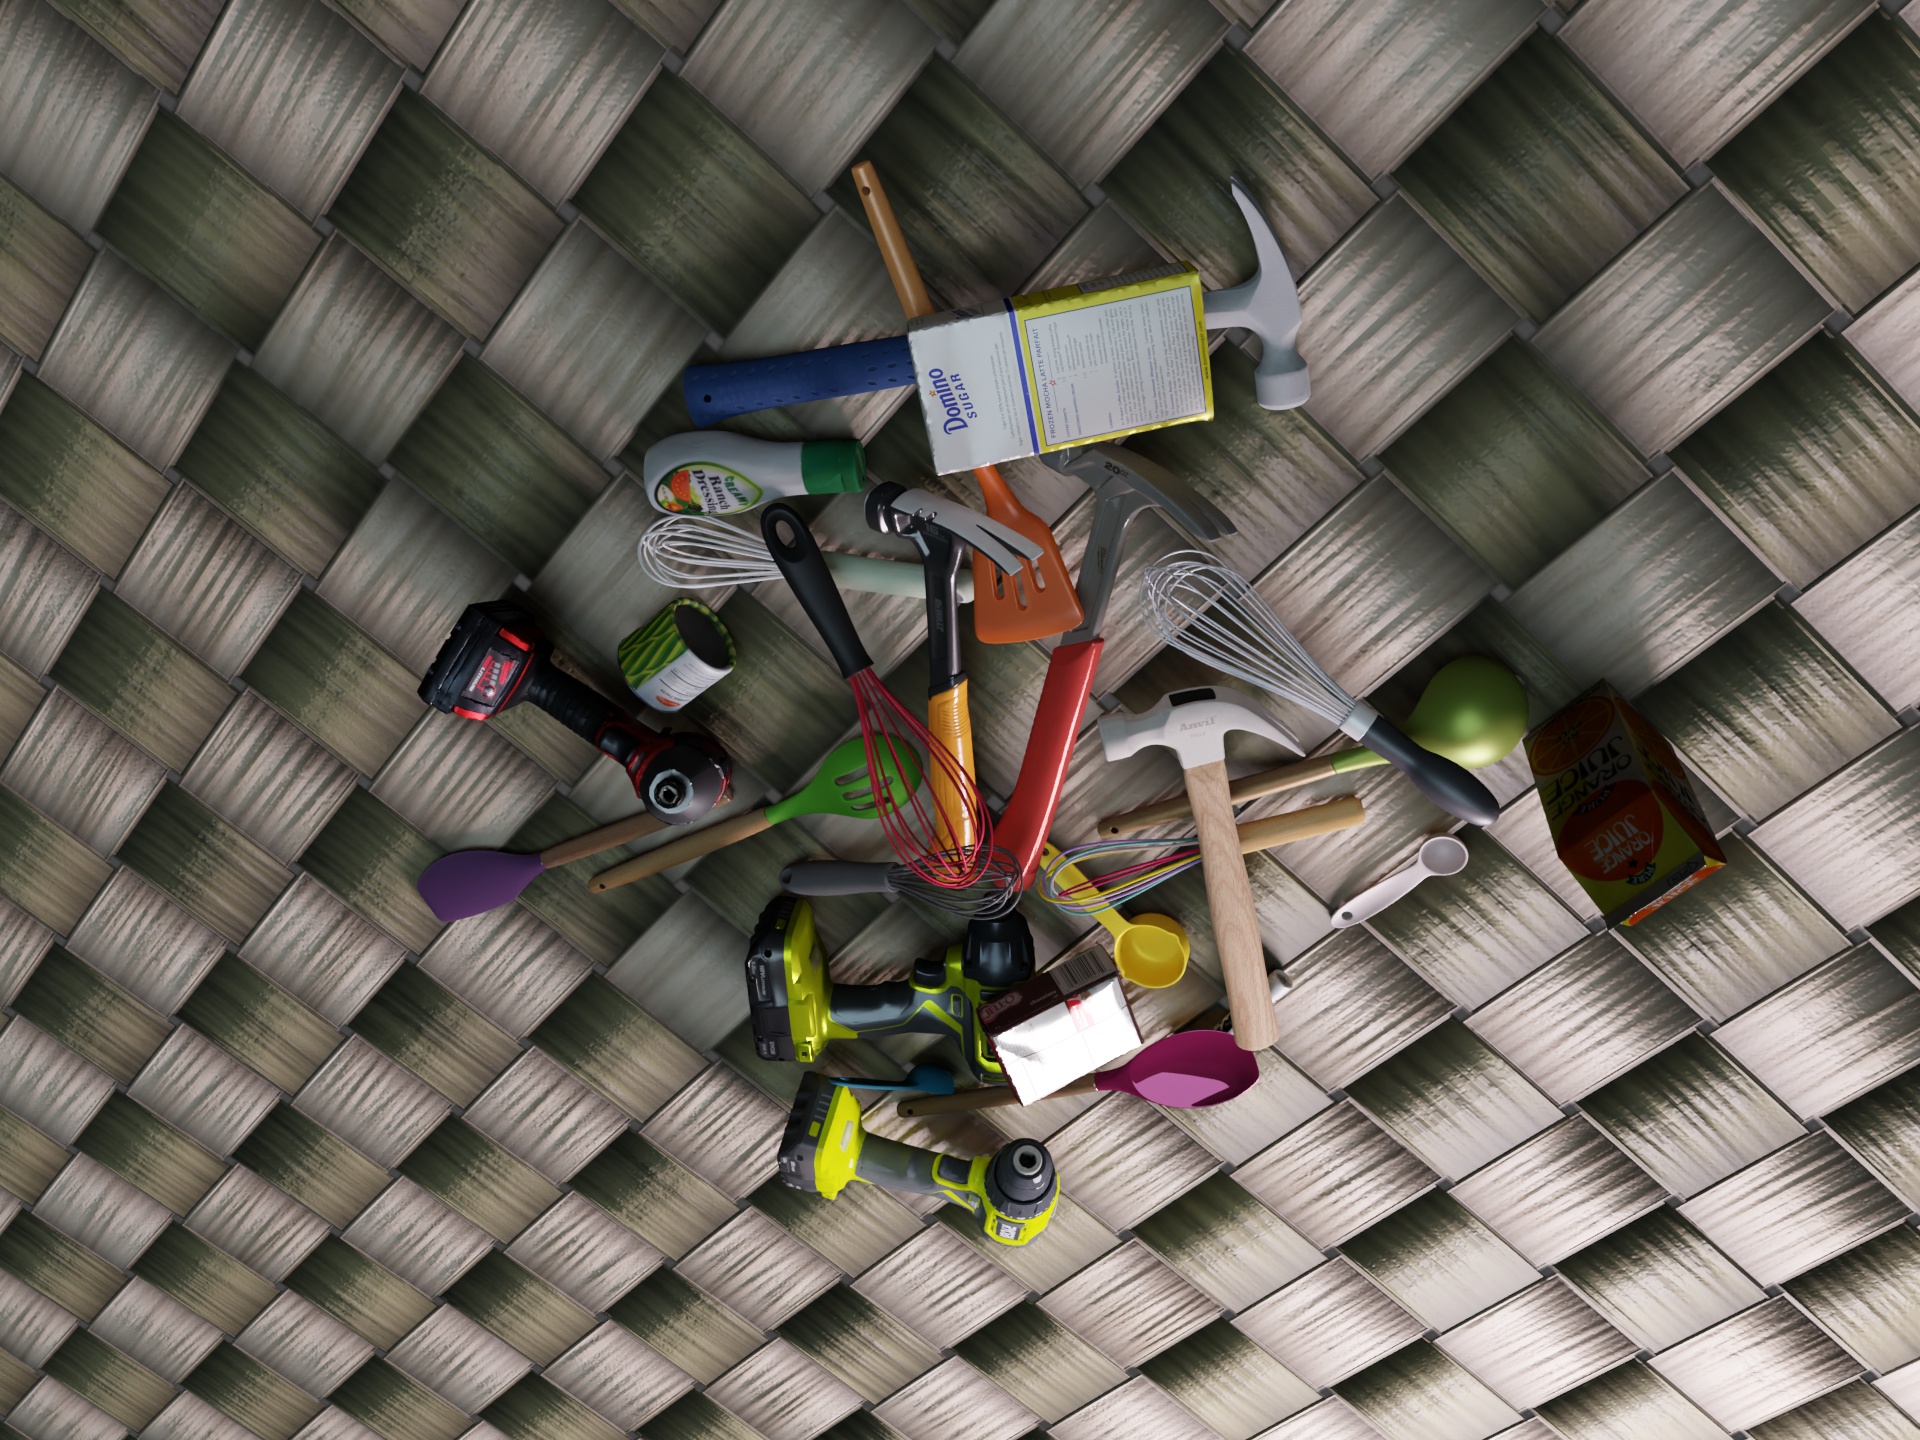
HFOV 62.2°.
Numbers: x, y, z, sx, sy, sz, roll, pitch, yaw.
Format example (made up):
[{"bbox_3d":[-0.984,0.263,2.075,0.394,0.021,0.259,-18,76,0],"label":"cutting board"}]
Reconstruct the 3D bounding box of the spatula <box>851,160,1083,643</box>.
[{"bbox_3d":[-0.004,-0.195,1.012,0.081,0.041,0.322,-8,122,27],"label":"spatula"}]

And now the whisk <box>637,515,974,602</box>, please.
[{"bbox_3d":[-0.107,-0.110,1.123,0.246,0.059,0.057,7,156,3],"label":"whisk"}]

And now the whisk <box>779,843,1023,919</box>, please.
[{"bbox_3d":[-0.051,0.121,1.198,0.239,0.055,0.055,-4,120,40],"label":"whisk"}]

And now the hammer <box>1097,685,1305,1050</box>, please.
[{"bbox_3d":[0.193,0.115,1.138,0.130,0.031,0.331,-14,124,4],"label":"hammer"}]

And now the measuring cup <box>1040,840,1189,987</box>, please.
[{"bbox_3d":[0.114,0.141,1.228,0.156,0.029,0.062,45,122,0],"label":"measuring cup"}]

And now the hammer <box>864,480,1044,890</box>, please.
[{"bbox_3d":[-0.002,-0.004,1.119,0.127,0.034,0.336,26,137,30],"label":"hammer"}]

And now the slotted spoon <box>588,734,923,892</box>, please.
[{"bbox_3d":[-0.169,0.085,1.250,0.314,0.031,0.070,-21,116,23],"label":"slotted spoon"}]

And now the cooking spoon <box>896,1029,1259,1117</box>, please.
[{"bbox_3d":[0.089,0.299,1.305,0.319,0.017,0.068,-14,105,23],"label":"cooking spoon"}]

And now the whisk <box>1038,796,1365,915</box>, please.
[{"bbox_3d":[0.175,0.098,1.167,0.245,0.047,0.051,-15,89,11],"label":"whisk"}]

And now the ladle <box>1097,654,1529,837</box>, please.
[{"bbox_3d":[0.243,0.032,1.134,0.320,0.062,0.078,-19,112,28],"label":"ladle"}]

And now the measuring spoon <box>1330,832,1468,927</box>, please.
[{"bbox_3d":[0.322,0.118,1.176,0.034,0.018,0.124,41,125,-11],"label":"measuring spoon"}]

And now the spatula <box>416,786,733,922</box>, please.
[{"bbox_3d":[-0.319,0.104,1.296,0.316,0.018,0.059,-19,112,22],"label":"spatula"}]

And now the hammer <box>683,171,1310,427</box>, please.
[{"bbox_3d":[0.012,-0.246,1.026,0.405,0.035,0.144,-6,117,15],"label":"hammer"}]

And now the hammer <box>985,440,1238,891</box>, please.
[{"bbox_3d":[0.081,-0.018,1.108,0.149,0.036,0.358,38,131,32],"label":"hammer"}]

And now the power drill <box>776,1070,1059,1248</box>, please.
[{"bbox_3d":[-0.029,0.362,1.308,0.228,0.080,0.190,14,151,6],"label":"power drill"}]

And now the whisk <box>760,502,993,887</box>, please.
[{"bbox_3d":[-0.061,-0.016,1.094,0.073,0.073,0.296,-26,95,23],"label":"whisk"}]

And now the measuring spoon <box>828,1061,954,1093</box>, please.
[{"bbox_3d":[-0.055,0.290,1.303,0.042,0.128,0.021,10,87,48],"label":"measuring spoon"}]

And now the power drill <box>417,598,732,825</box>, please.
[{"bbox_3d":[-0.271,0.002,1.158,0.219,0.143,0.078,32,95,-5],"label":"power drill"}]

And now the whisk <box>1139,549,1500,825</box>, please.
[{"bbox_3d":[0.238,-0.019,1.058,0.284,0.070,0.070,36,120,7],"label":"whisk"}]

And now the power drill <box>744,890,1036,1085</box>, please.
[{"bbox_3d":[-0.051,0.205,1.265,0.223,0.080,0.171,1,119,7],"label":"power drill"}]
